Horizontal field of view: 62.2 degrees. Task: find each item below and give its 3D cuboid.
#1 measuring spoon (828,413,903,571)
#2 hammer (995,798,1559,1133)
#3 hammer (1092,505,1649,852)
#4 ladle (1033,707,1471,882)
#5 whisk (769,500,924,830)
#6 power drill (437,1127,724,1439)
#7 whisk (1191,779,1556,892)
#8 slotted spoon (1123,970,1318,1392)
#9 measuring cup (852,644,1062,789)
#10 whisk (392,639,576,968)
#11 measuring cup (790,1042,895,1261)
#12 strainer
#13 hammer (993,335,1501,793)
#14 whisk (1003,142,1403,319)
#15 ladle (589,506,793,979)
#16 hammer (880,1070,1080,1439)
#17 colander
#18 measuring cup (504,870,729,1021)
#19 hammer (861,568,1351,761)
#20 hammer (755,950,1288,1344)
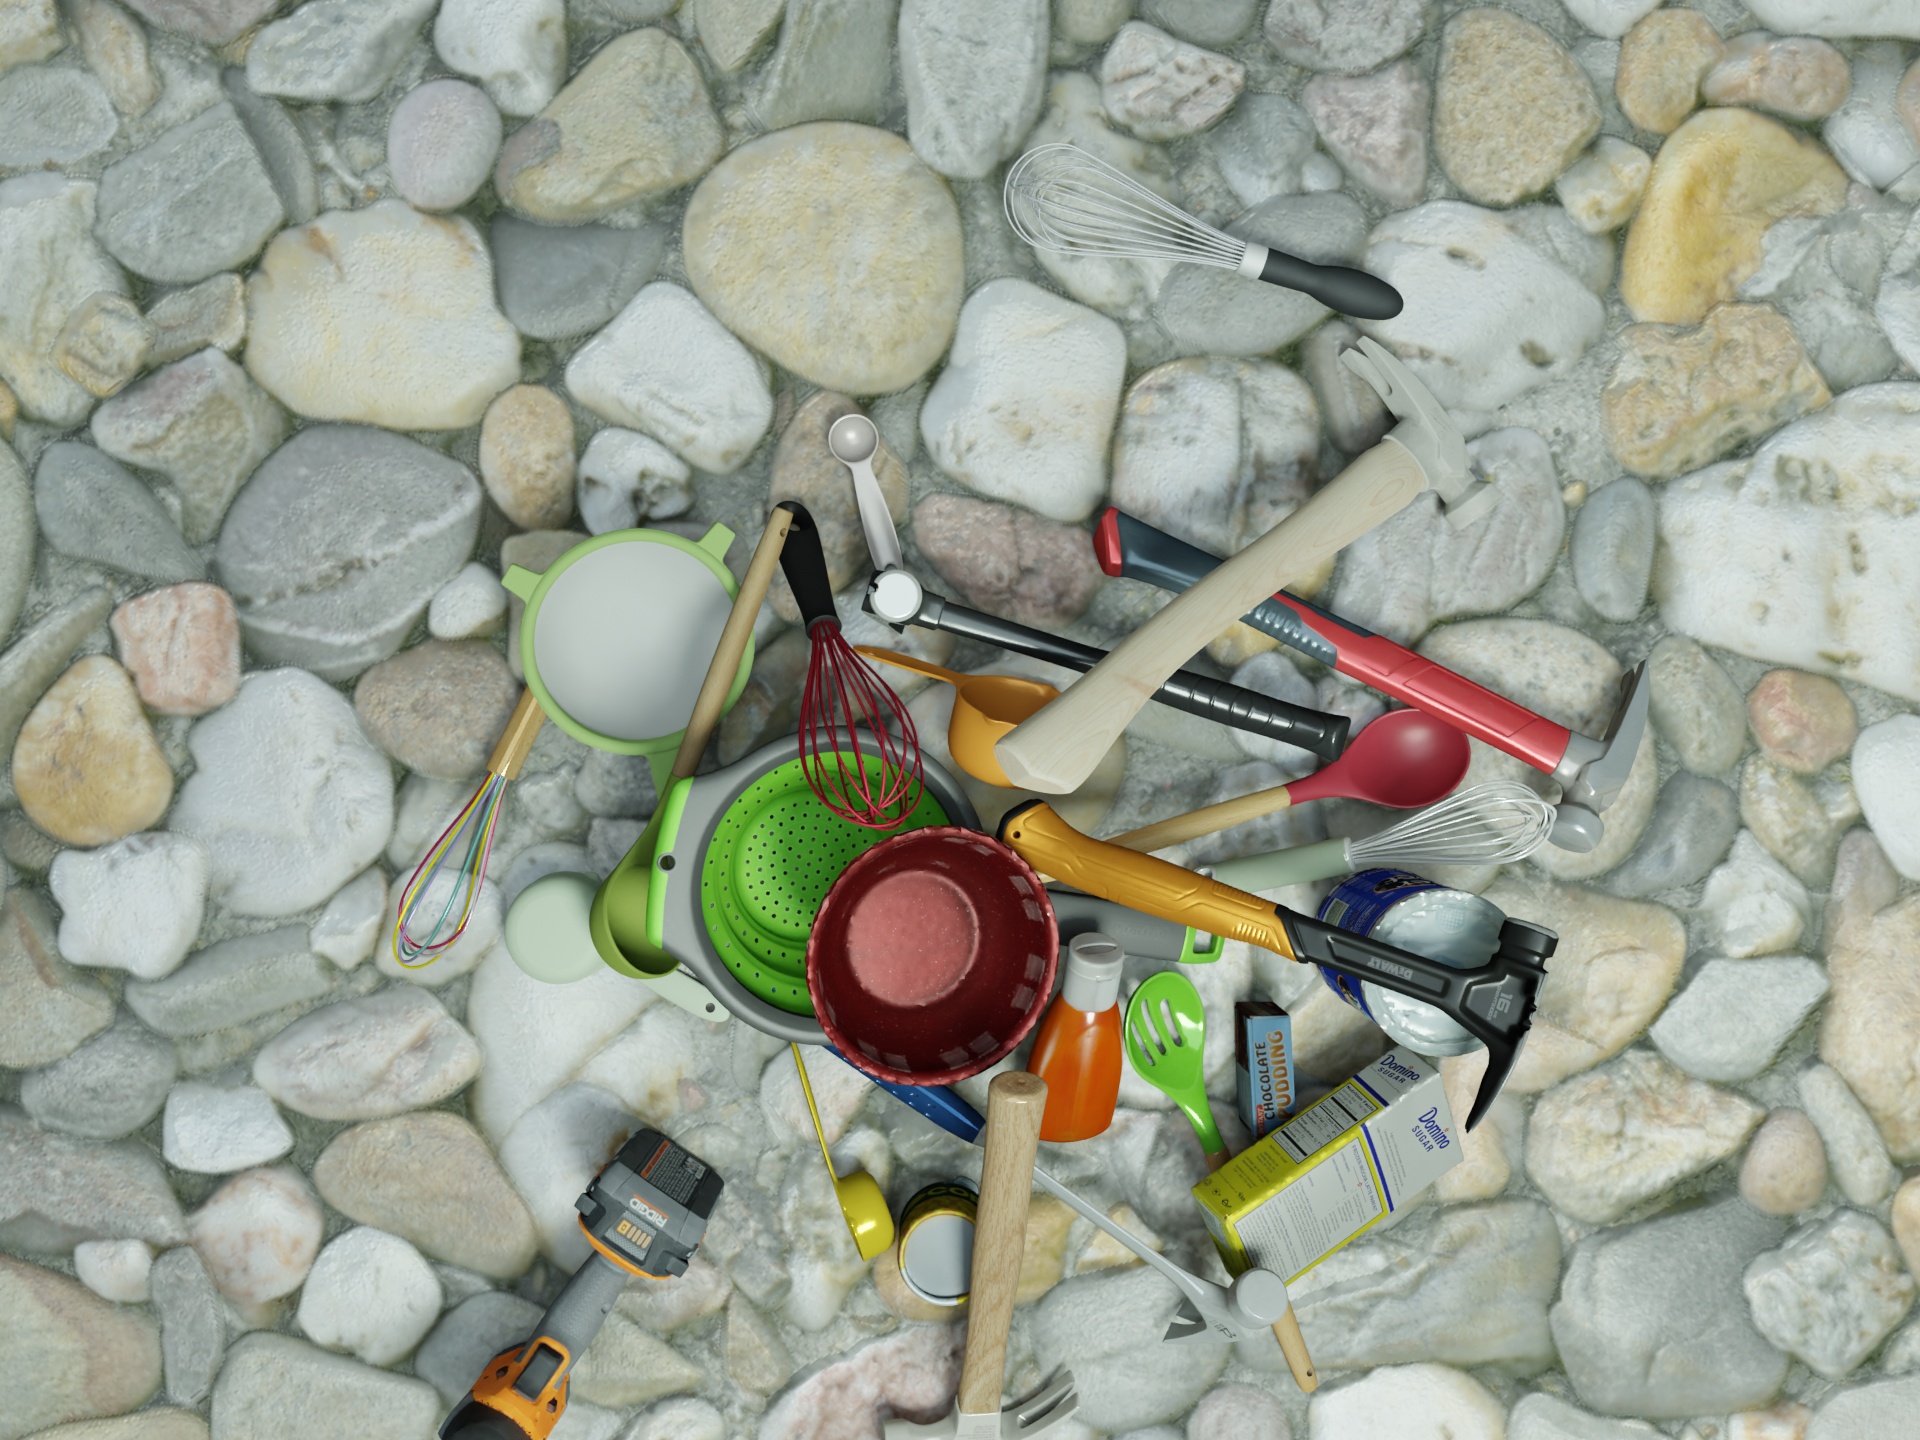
[{"bbox_3d":[-0.061,-0.150,1.097,0.034,0.018,0.124,-16,97,0],"label":"measuring spoon"},{"bbox_3d":[0.175,0.129,0.966,0.337,0.034,0.127,19,90,17],"label":"hammer"},{"bbox_3d":[0.273,-0.059,1.076,0.386,0.038,0.143,27,69,4],"label":"hammer"},{"bbox_3d":[0.194,0.058,1.061,0.315,0.031,0.069,-16,75,-12],"label":"ladle"},{"bbox_3d":[-0.082,-0.045,0.998,0.073,0.073,0.296,-20,48,0],"label":"whisk"},{"bbox_3d":[-0.251,0.388,1.023,0.084,0.164,0.226,34,88,0],"label":"power drill"},{"bbox_3d":[0.265,0.086,1.046,0.246,0.059,0.058,-15,55,24],"label":"whisk"},{"bbox_3d":[0.181,0.317,1.085,0.070,0.031,0.314,-25,95,-30],"label":"slotted spoon"},{"bbox_3d":[-0.002,-0.003,1.073,0.174,0.095,0.052,20,113,21],"label":"measuring cup"},{"bbox_3d":[-0.322,0.057,1.086,0.047,0.051,0.245,27,85,-27],"label":"whisk"},{"bbox_3d":[-0.080,0.287,1.084,0.029,0.062,0.156,-18,79,-12],"label":"measuring cup"},{"bbox_3d":[-0.208,-0.007,1.078,0.151,0.069,0.256,-14,108,-13],"label":"strainer"},{"bbox_3d":[0.173,-0.094,1.006,0.410,0.038,0.146,-37,89,-24],"label":"hammer"},{"bbox_3d":[0.167,-0.323,1.076,0.284,0.070,0.070,16,90,-5],"label":"whisk"},{"bbox_3d":[-0.163,0.016,1.031,0.062,0.078,0.320,26,97,35],"label":"ladle"},{"bbox_3d":[0.024,0.359,1.017,0.130,0.031,0.331,0,118,-10],"label":"hammer"},{"bbox_3d":[-0.014,0.116,1.069,0.397,0.094,0.204,11,91,-18],"label":"colander"},{"bbox_3d":[-0.233,0.164,1.082,0.167,0.038,0.083,29,90,2],"label":"measuring cup"},{"bbox_3d":[0.098,-0.034,1.041,0.334,0.146,0.035,17,91,-5],"label":"hammer"},{"bbox_3d":[0.020,0.283,1.059,0.405,0.144,0.035,34,59,8],"label":"hammer"}]
